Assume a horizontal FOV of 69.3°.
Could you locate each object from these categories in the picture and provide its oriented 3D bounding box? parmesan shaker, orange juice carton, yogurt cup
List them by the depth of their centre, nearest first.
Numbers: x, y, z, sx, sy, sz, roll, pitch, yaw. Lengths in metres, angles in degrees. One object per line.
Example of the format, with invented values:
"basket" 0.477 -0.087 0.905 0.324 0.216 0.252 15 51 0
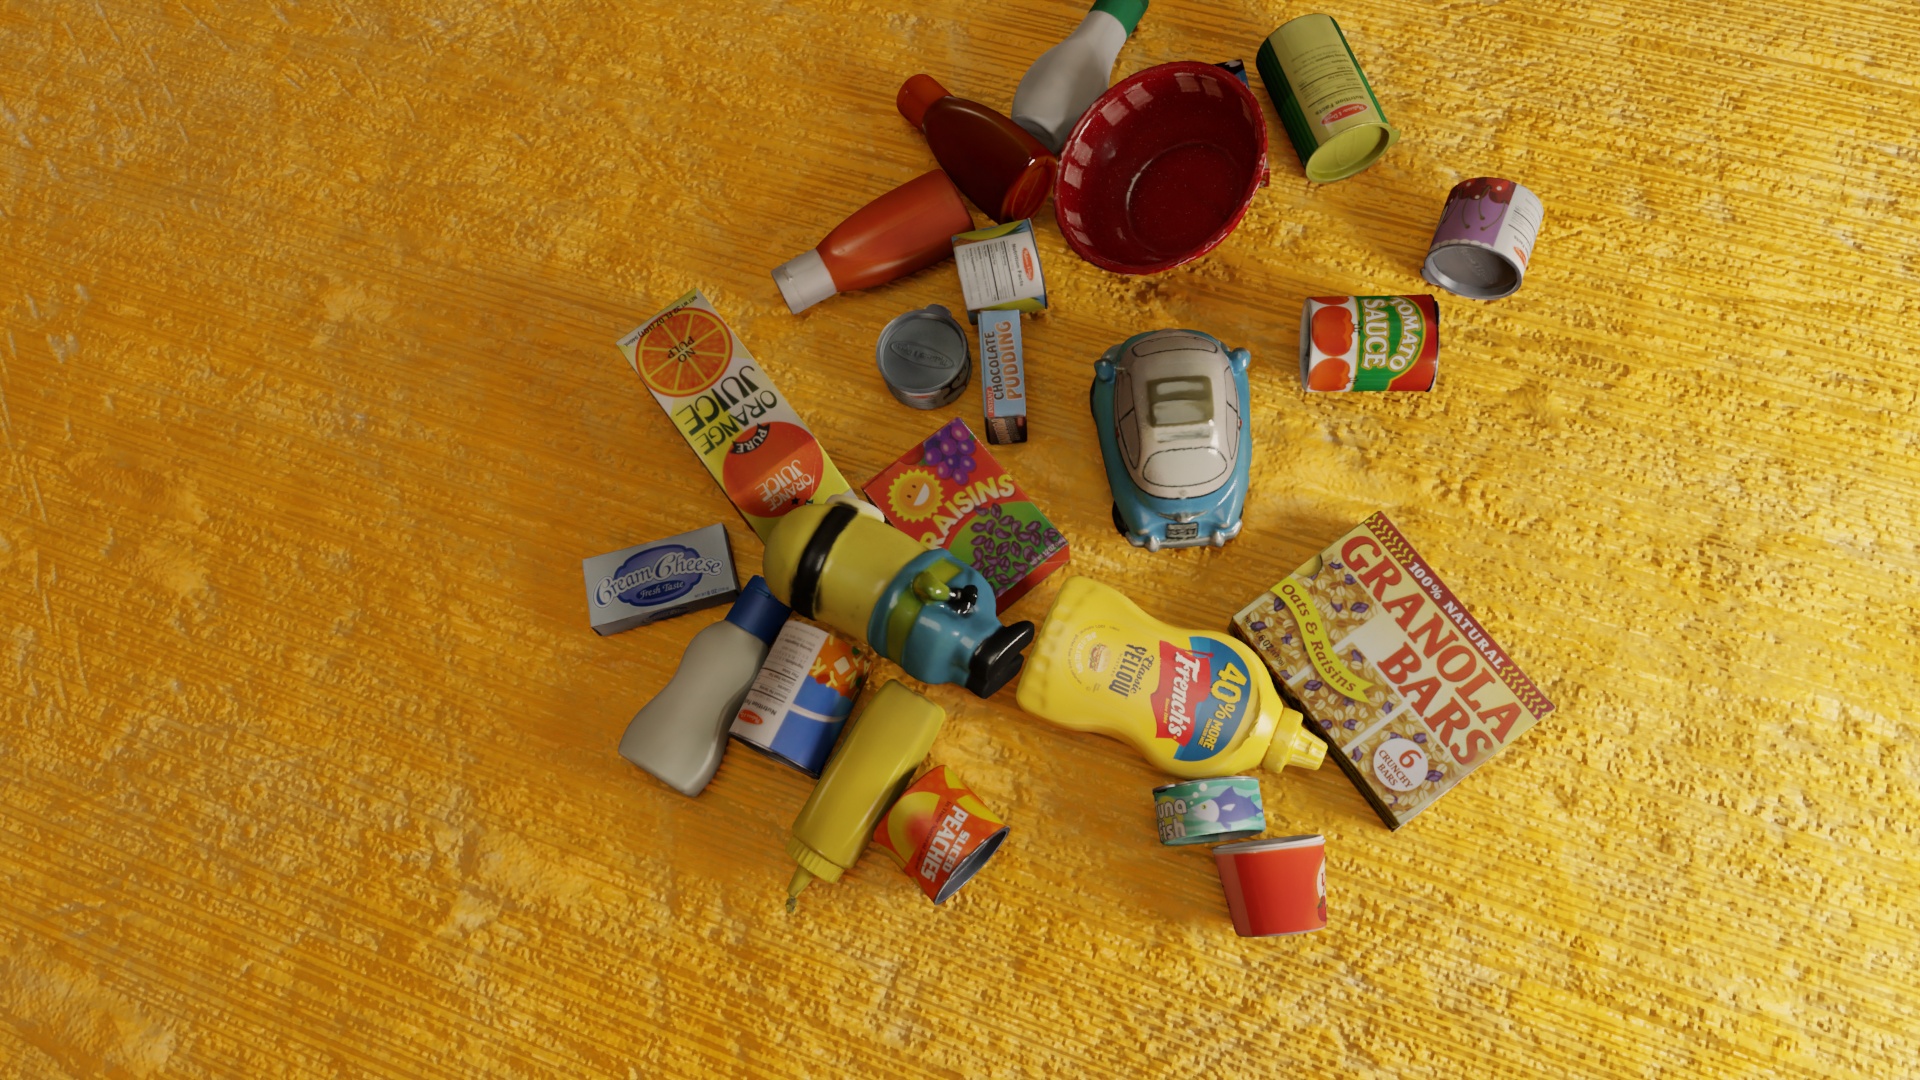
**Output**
"yogurt cup" 0.190 0.209 0.839 0.072 0.072 0.054 -7 79 4
"orange juice carton" -0.152 -0.076 0.969 0.072 0.073 0.193 -36 72 -7
"parmesan shaker" 0.267 -0.323 1.013 0.071 0.071 0.103 -18 70 0

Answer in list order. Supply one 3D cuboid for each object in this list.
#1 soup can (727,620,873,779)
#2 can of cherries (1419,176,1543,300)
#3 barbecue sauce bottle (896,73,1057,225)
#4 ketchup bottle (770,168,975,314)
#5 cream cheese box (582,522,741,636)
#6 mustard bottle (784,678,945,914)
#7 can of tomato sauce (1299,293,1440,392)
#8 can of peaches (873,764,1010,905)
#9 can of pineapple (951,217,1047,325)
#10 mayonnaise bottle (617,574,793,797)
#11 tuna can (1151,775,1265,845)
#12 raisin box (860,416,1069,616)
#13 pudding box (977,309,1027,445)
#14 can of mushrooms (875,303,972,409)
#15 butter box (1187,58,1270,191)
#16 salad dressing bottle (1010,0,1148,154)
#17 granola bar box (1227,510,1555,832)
"soup can" -0.102 0.105 0.907 0.071 0.071 0.084 23 74 13
"can of cherries" 0.361 -0.210 0.964 0.071 0.071 0.058 20 75 12
"barbecue sauce bottle" 0.007 -0.295 1.031 0.044 0.064 0.149 -8 46 -44
"ketchup bottle" -0.066 -0.216 1.023 0.149 0.043 0.065 -27 68 -3
"cream cheese box" -0.208 0.027 0.965 0.104 0.024 0.053 -15 69 1
"mustard bottle" -0.069 0.165 0.882 0.049 0.065 0.160 31 81 11
"can of tomato sauce" 0.276 -0.134 0.944 0.083 0.071 0.071 0 71 7
"can of peaches" -0.013 0.183 0.865 0.071 0.071 0.058 -44 71 -9
"can of pineapple" 0.028 -0.192 0.995 0.058 0.071 0.071 -12 70 3
"mayonnaise bottle" -0.163 0.094 0.929 0.065 0.041 0.148 28 75 13
"tuna can" 0.151 0.167 0.854 0.071 0.071 0.033 -8 71 4
"raisin box" 0.003 -0.012 0.948 0.086 0.040 0.123 -38 71 -6
"pudding box" 0.030 -0.115 0.975 0.030 0.049 0.084 -4 71 3
"can of mushrooms" -0.025 -0.131 0.995 0.071 0.033 0.071 -2 71 6
"butter box" 0.195 -0.307 1.037 0.053 0.024 0.104 -10 70 3
"salad dressing bottle" 0.094 -0.364 1.058 0.064 0.044 0.148 28 75 16
"granola bar box" 0.271 0.081 0.886 0.124 0.039 0.166 -35 71 -6
